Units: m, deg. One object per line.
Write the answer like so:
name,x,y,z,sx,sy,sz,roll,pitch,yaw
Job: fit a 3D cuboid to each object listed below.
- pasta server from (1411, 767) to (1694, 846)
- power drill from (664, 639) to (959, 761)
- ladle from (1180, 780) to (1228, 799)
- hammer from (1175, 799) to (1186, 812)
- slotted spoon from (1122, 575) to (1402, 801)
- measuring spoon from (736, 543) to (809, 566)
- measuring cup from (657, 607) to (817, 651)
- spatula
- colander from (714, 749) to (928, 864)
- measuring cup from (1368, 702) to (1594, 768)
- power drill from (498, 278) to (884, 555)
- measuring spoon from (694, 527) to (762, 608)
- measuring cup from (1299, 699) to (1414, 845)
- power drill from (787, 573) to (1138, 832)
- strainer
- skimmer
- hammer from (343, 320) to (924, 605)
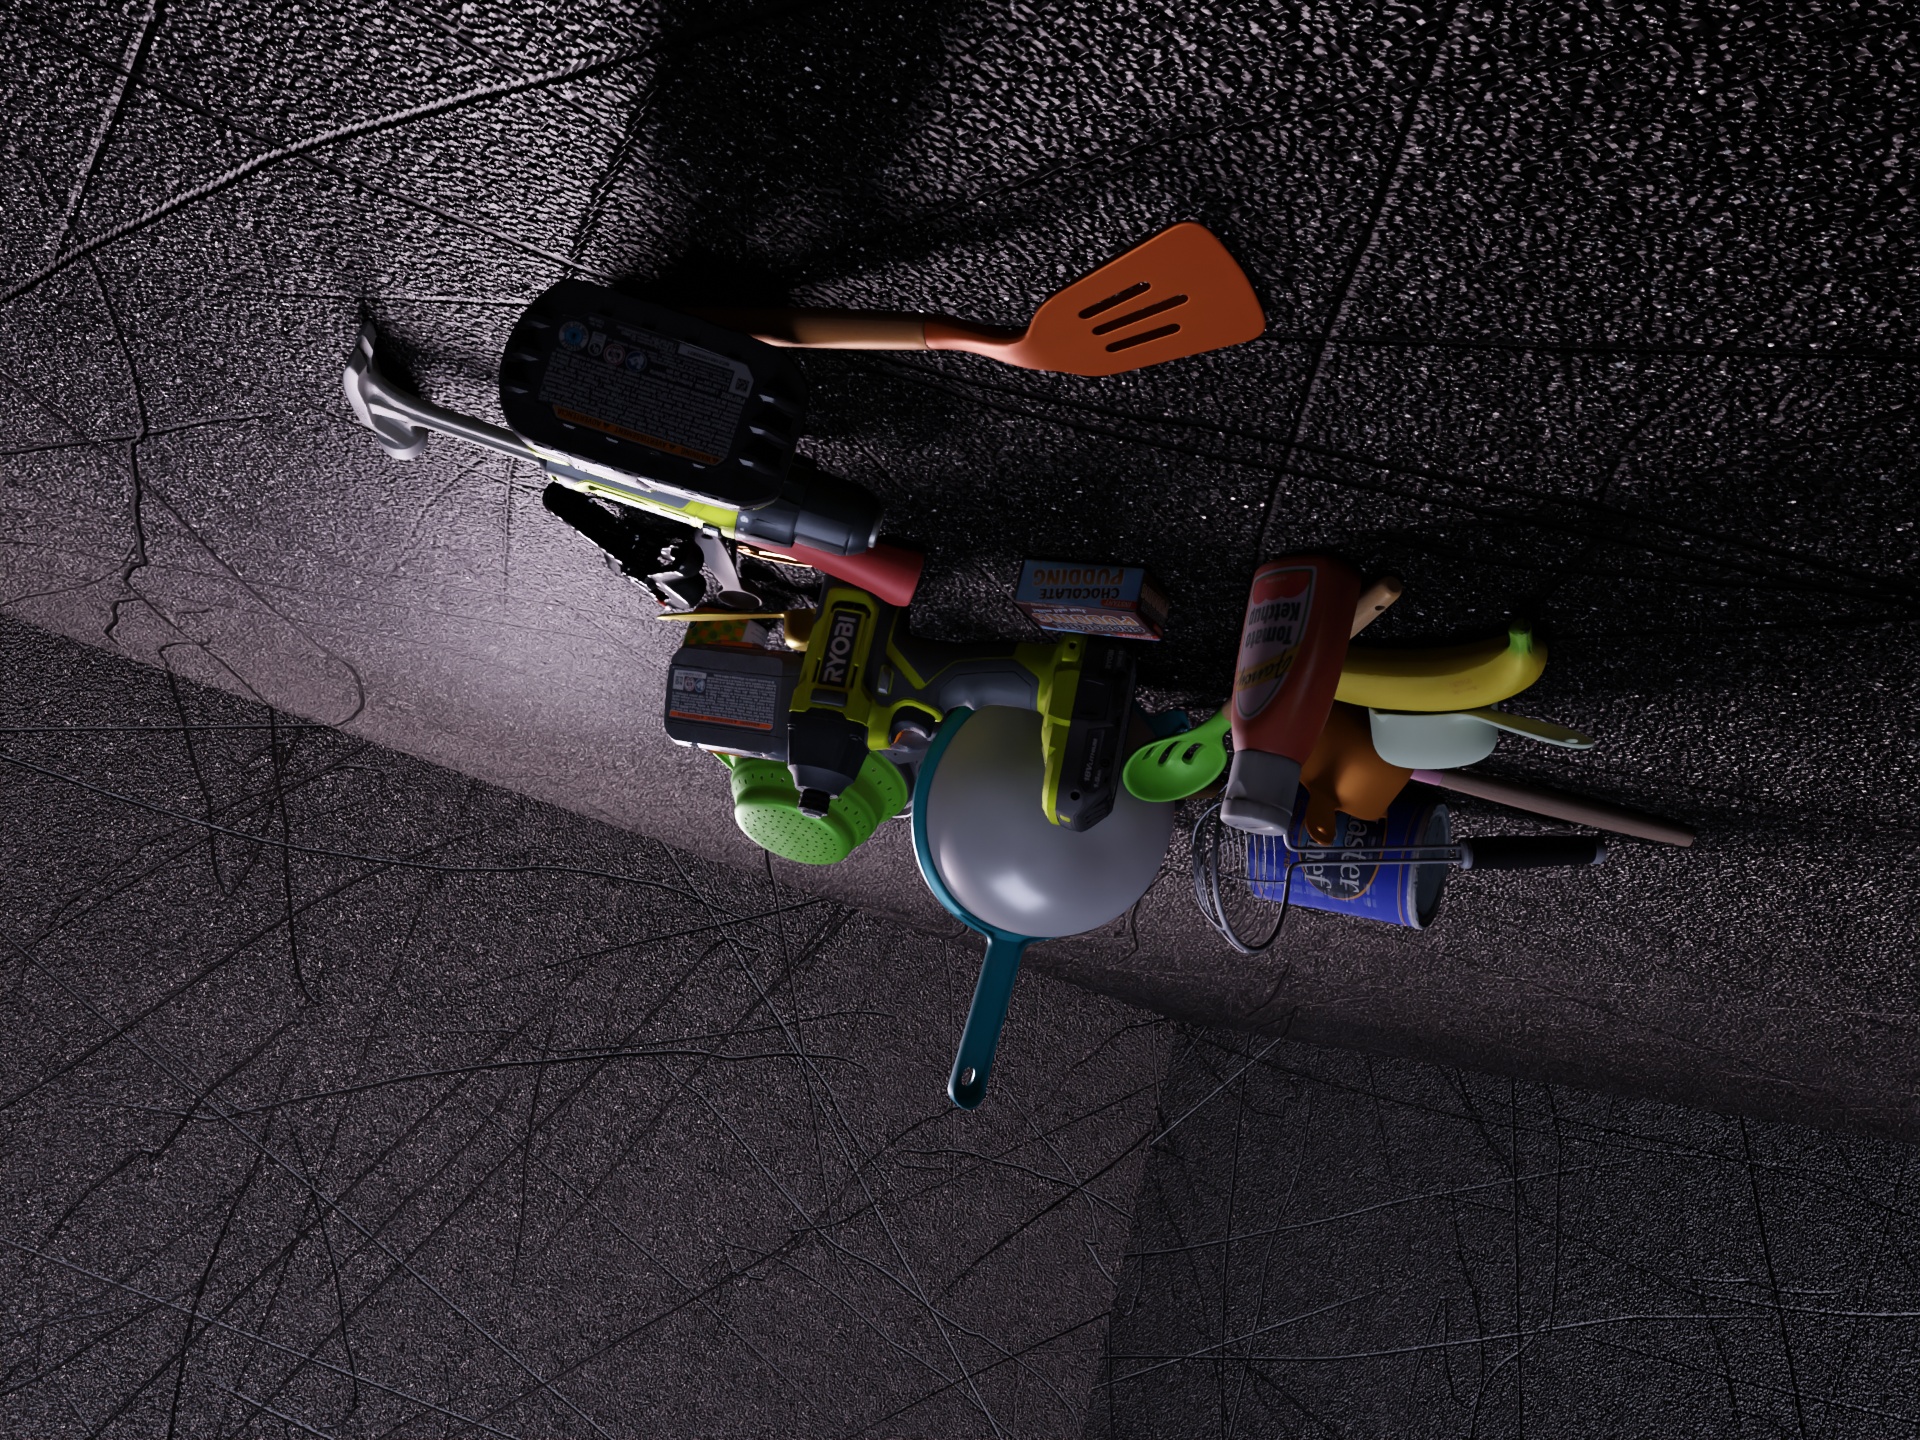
pasta server,0.374,0.054,1.156,0.316,0.040,0.060,14,179,2
power drill,-0.097,-0.010,1.216,0.164,0.084,0.226,7,-178,31
ladle,0.125,0.056,1.285,0.315,0.031,0.069,2,137,-44
hammer,0.139,0.113,1.535,0.034,0.127,0.337,17,161,-10
slotted spoon,0.183,-0.015,0.988,0.070,0.031,0.313,7,156,-17
measuring spoon,-0.107,-0.114,1.084,0.117,0.011,0.021,12,166,32
measuring cup,-0.154,-0.067,1.207,0.156,0.029,0.062,1,174,6
spatula,-0.028,-0.179,0.696,0.323,0.041,0.081,11,167,34
colander,-0.078,0.054,1.390,0.397,0.095,0.204,-11,137,40
measuring cup,0.308,0.013,0.934,0.083,0.038,0.168,-11,-166,-21
power drill,-0.131,-0.138,0.814,0.190,0.080,0.228,17,178,-3
measuring spoon,-0.169,-0.114,1.148,0.034,0.018,0.124,4,158,9
measuring cup,0.244,0.030,1.004,0.095,0.052,0.174,35,-158,3
power drill,-0.002,-0.003,1.070,0.223,0.171,0.080,10,166,11
strainer,0.061,0.132,1.152,0.210,0.340,0.095,14,-176,-25
skimmer,0.332,0.100,1.163,0.363,0.127,0.090,0,177,-16
hammer,-0.195,-0.147,0.985,0.359,0.037,0.149,18,167,-8
